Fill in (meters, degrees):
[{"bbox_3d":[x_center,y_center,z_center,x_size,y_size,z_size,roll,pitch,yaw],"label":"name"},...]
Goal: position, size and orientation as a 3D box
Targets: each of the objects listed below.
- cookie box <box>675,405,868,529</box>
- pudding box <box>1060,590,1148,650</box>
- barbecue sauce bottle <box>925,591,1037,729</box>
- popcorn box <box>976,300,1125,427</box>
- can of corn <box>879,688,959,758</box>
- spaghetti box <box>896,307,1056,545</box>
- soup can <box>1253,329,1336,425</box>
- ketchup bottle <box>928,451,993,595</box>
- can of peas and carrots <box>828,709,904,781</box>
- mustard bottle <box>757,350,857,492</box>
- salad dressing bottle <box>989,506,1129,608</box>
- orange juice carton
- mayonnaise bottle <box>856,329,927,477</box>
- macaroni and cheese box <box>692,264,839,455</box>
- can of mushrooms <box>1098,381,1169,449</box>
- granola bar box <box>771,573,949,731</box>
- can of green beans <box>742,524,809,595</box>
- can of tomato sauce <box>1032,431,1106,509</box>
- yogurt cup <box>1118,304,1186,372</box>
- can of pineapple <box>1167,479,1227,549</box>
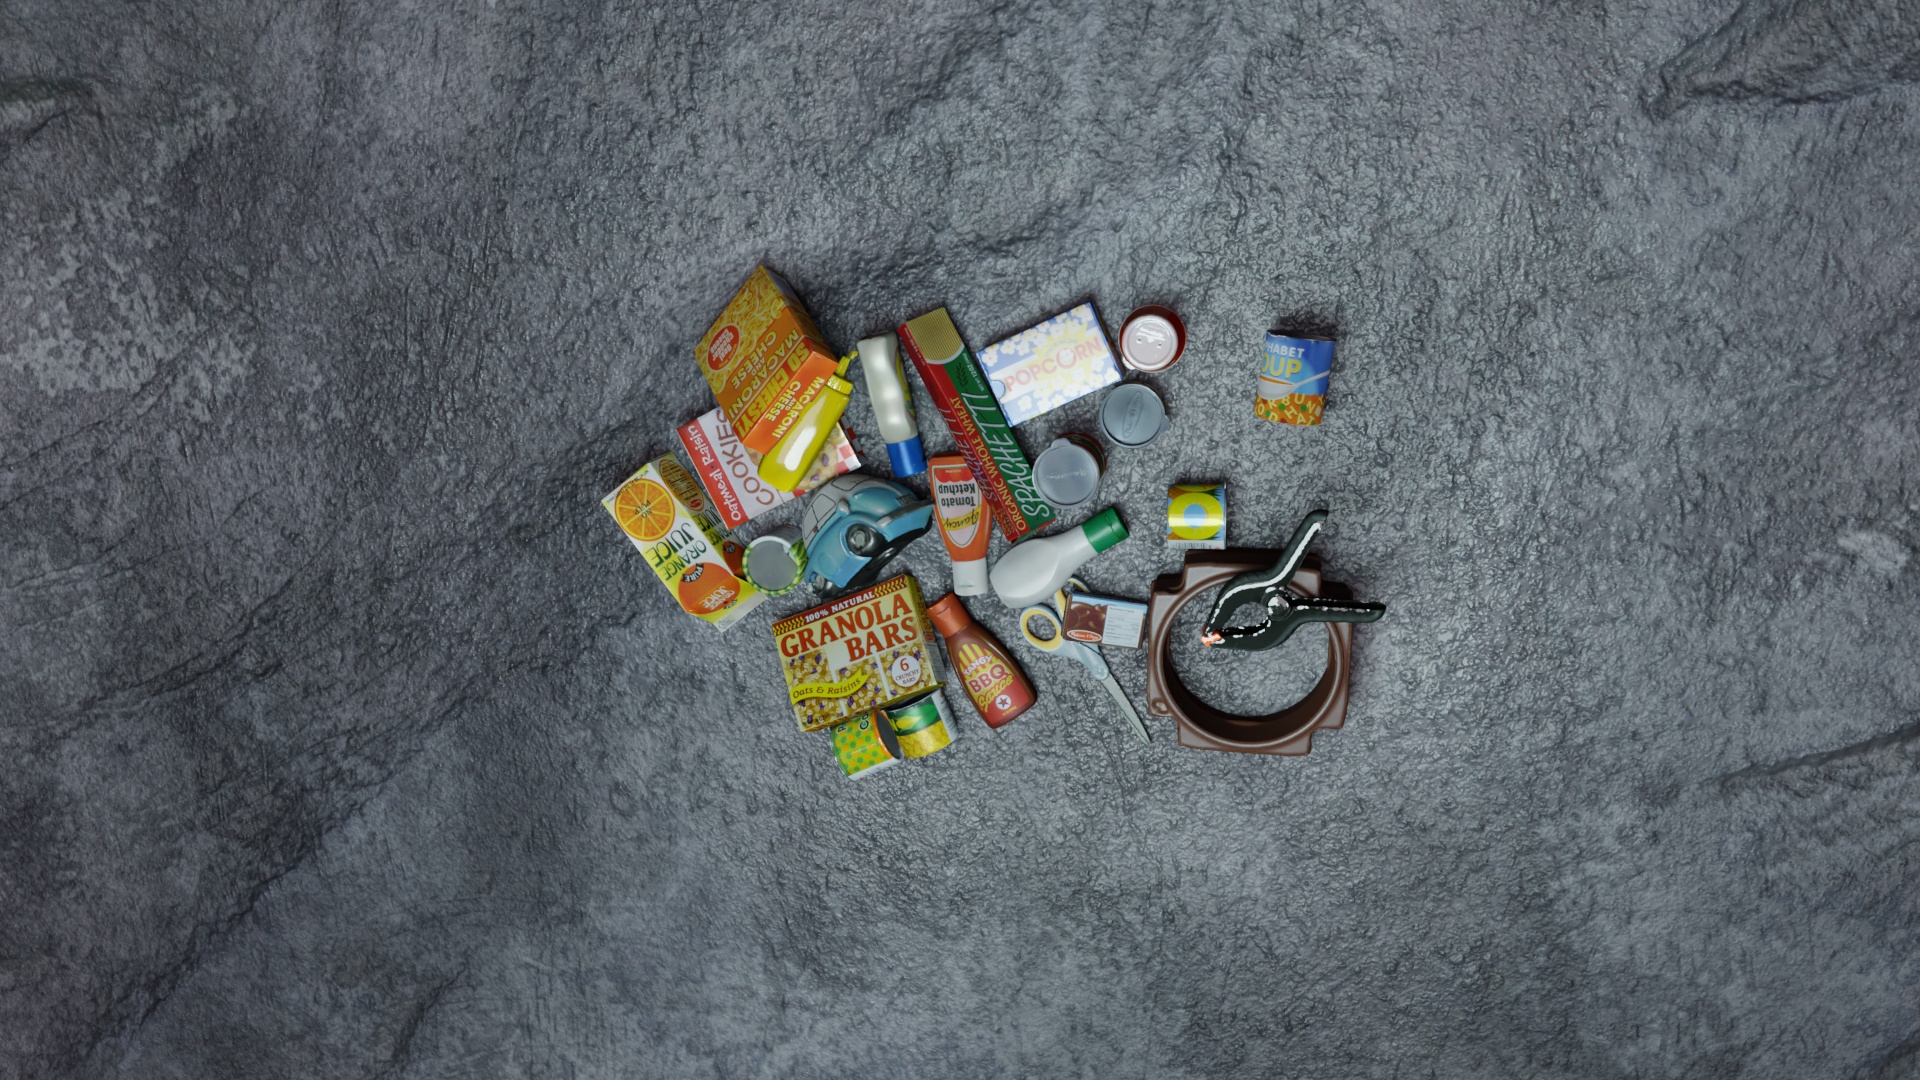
[{"bbox_3d":[-0.201,-0.101,1.477,0.167,0.040,0.123,-25,97,14],"label":"cookie box"},{"bbox_3d":[0.149,0.082,1.439,0.084,0.030,0.049,8,96,-7],"label":"pudding box"},{"bbox_3d":[0.018,0.125,1.480,0.065,0.044,0.148,-33,94,9],"label":"barbecue sauce bottle"},{"bbox_3d":[0.092,-0.179,1.402,0.126,0.038,0.085,-23,98,15],"label":"popcorn box"},{"bbox_3d":[-0.044,0.195,1.496,0.071,0.071,0.058,-21,98,15],"label":"can of corn"},{"bbox_3d":[0.017,-0.117,1.406,0.050,0.028,0.250,-27,87,-25],"label":"spaghetti box"},{"bbox_3d":[0.321,-0.158,1.344,0.071,0.071,0.083,9,104,9],"label":"soup can"},{"bbox_3d":[0.005,-0.018,1.452,0.065,0.044,0.148,-2,102,17],"label":"ketchup bottle"},{"bbox_3d":[-0.102,0.219,1.513,0.058,0.071,0.071,-25,97,15],"label":"can of peas and carrots"},{"bbox_3d":[-0.150,-0.126,1.410,0.049,0.065,0.160,31,99,-5],"label":"mustard bottle"},{"bbox_3d":[0.103,0.016,1.437,0.147,0.044,0.064,-30,67,12],"label":"salad dressing bottle"},{"bbox_3d":[-0.291,0.005,1.501,0.071,0.073,0.192,-36,94,16],"label":"orange juice carton"},{"bbox_3d":[-0.069,-0.140,1.432,0.041,0.065,0.147,-12,104,11],"label":"mayonnaise bottle"},{"bbox_3d":[-0.198,-0.184,1.406,0.123,0.040,0.167,-49,47,17],"label":"macaroni and cheese box"},{"bbox_3d":[0.176,-0.126,1.399,0.071,0.033,0.071,2,102,11],"label":"can of mushrooms"},{"bbox_3d":[-0.110,0.122,1.486,0.165,0.039,0.124,-21,76,15],"label":"granola bar box"},{"bbox_3d":[-0.194,0.021,1.492,0.071,0.058,0.071,3,103,11],"label":"can of green beans"},{"bbox_3d":[0.110,-0.073,1.397,0.071,0.083,0.071,2,103,11],"label":"can of tomato sauce"},{"bbox_3d":[0.188,-0.197,1.370,0.072,0.054,0.072,2,102,10],"label":"yogurt cup"},{"bbox_3d":[0.238,-0.026,1.392,0.058,0.071,0.070,0,103,12],"label":"can of pineapple"}]
